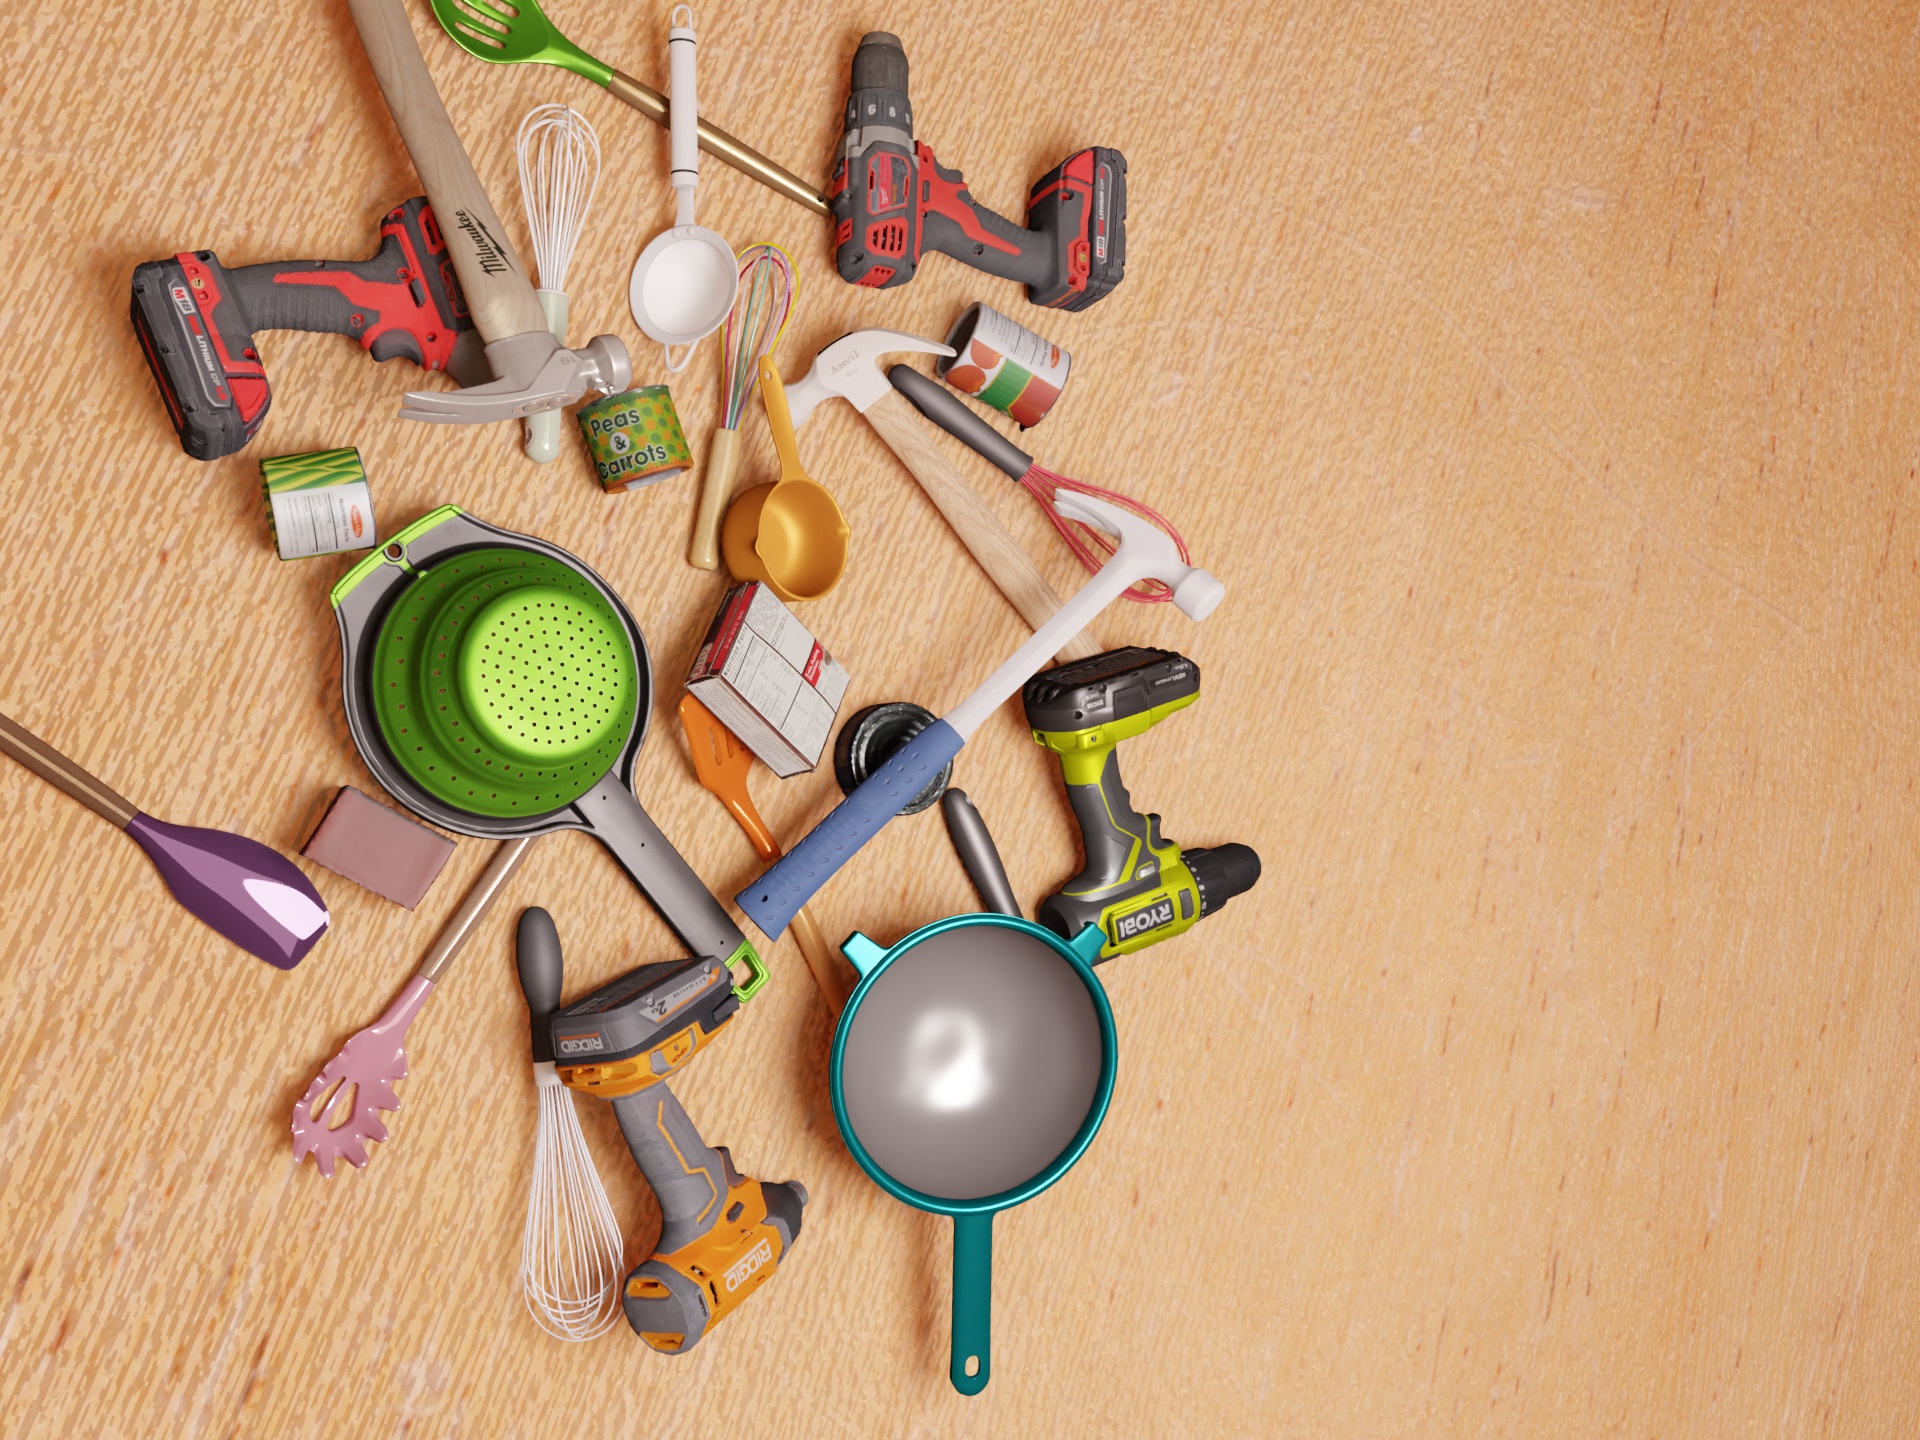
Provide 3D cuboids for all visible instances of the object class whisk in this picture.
[{"bbox_3d":[-0.279,-0.298,1.086,0.059,0.058,0.246,3,90,-34],"label":"whisk"},{"bbox_3d":[0.065,-0.184,1.237,0.295,0.073,0.073,35,73,-14],"label":"whisk"},{"bbox_3d":[-0.268,0.265,1.051,0.070,0.070,0.285,-5,84,-26],"label":"whisk"},{"bbox_3d":[-0.158,-0.227,1.141,0.047,0.051,0.245,13,84,-30],"label":"whisk"},{"bbox_3d":[0.039,0.161,1.208,0.055,0.055,0.239,-25,93,-25],"label":"whisk"}]

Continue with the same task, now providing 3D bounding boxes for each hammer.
[{"bbox_3d":[-0.002,-0.004,1.127,0.405,0.035,0.144,-43,71,-12],"label":"hammer"},{"bbox_3d":[0.009,-0.155,1.202,0.130,0.031,0.331,-37,111,10],"label":"hammer"},{"bbox_3d":[-0.350,-0.381,1.008,0.146,0.038,0.411,-20,83,-32],"label":"hammer"}]

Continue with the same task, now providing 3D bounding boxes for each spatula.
[{"bbox_3d":[-0.119,0.118,1.136,0.081,0.041,0.322,-35,105,-49],"label":"spatula"},{"bbox_3d":[-0.522,0.043,0.960,0.315,0.018,0.060,40,70,-19],"label":"spatula"}]

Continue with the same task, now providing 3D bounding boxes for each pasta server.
[{"bbox_3d":[-0.329,0.146,1.036,0.060,0.040,0.316,43,69,-30],"label":"pasta server"}]

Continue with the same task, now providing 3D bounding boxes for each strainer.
[{"bbox_3d":[-0.002,0.301,1.142,0.211,0.095,0.340,0,93,-18],"label":"strainer"},{"bbox_3d":[-0.192,-0.372,1.120,0.087,0.050,0.258,1,93,19],"label":"strainer"}]

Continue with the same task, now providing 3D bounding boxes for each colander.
[{"bbox_3d":[-0.233,0.037,1.038,0.204,0.094,0.396,-46,112,-29],"label":"colander"}]

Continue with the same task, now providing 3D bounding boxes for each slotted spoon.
[{"bbox_3d":[-0.226,-0.440,1.130,0.313,0.031,0.070,24,77,-24],"label":"slotted spoon"}]

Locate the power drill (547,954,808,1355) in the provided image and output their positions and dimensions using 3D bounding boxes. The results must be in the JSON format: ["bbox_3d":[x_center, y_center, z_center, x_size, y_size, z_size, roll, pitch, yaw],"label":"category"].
[{"bbox_3d":[-0.176,0.277,1.062,0.164,0.084,0.226,-24,100,-58],"label":"power drill"}]

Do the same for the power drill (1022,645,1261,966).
[{"bbox_3d":[0.142,0.063,1.232,0.190,0.080,0.228,-17,106,-24],"label":"power drill"}]

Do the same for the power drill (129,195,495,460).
[{"bbox_3d":[-0.393,-0.244,1.012,0.219,0.078,0.143,-23,97,-28],"label":"power drill"}]

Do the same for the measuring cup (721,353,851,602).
[{"bbox_3d":[-0.136,-0.168,1.125,0.095,0.052,0.173,-20,102,-48],"label":"measuring cup"}]

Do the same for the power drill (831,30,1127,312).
[{"bbox_3d":[0.011,-0.413,1.214,0.226,0.080,0.188,3,85,-24],"label":"power drill"}]
